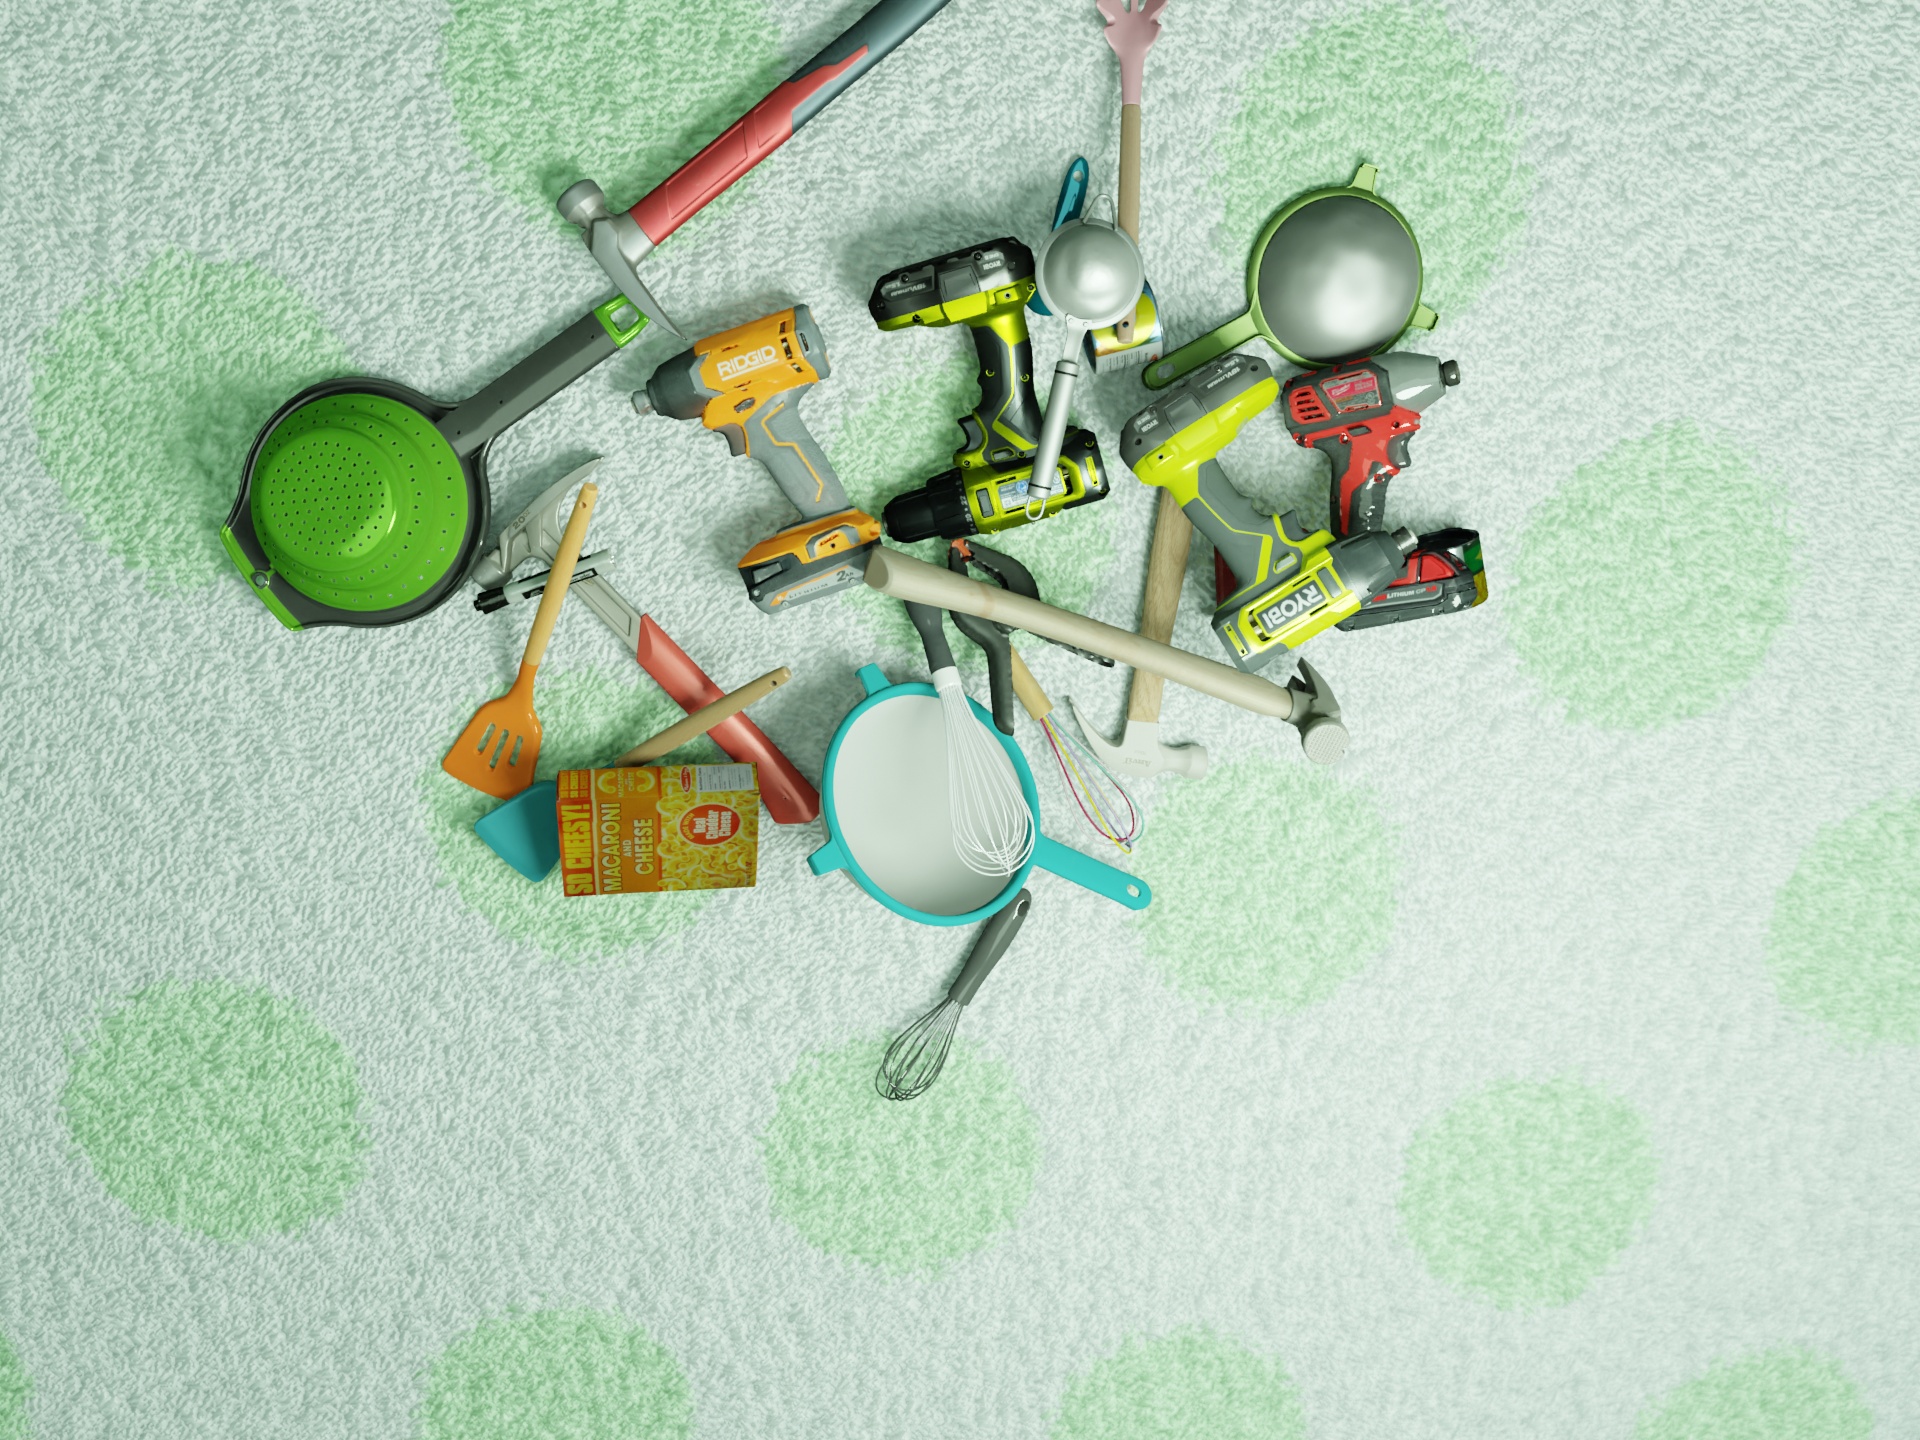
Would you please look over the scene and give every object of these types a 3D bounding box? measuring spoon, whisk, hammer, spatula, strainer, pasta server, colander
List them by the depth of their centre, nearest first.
[{"bbox_3d":[0.087,-0.283,1.243,0.087,0.050,0.258,12,101,-6],"label":"strainer"},{"bbox_3d":[-0.125,-0.469,1.249,0.386,0.038,0.143,-38,96,5],"label":"hammer"},{"bbox_3d":[0.133,-0.457,1.249,0.060,0.040,0.316,2,92,9],"label":"pasta server"},{"bbox_3d":[-0.420,-0.221,1.261,0.397,0.094,0.204,-35,95,2],"label":"colander"},{"bbox_3d":[0.084,-0.395,1.301,0.042,0.021,0.128,13,106,-8],"label":"measuring spoon"},{"bbox_3d":[0.269,-0.337,1.307,0.256,0.069,0.151,-28,106,2],"label":"strainer"},{"bbox_3d":[0.119,-0.069,1.310,0.410,0.146,0.038,18,114,-9],"label":"hammer"},{"bbox_3d":[-0.352,-0.062,1.316,0.081,0.041,0.322,25,126,-7],"label":"spatula"},{"bbox_3d":[-0.002,-0.005,1.332,0.070,0.070,0.285,-18,76,0],"label":"whisk"},{"bbox_3d":[-0.272,0.037,1.357,0.317,0.044,0.082,-29,120,21],"label":"spatula"},{"bbox_3d":[-0.241,-0.051,1.364,0.149,0.037,0.359,-41,104,7],"label":"hammer"},{"bbox_3d":[0.174,-0.111,1.383,0.130,0.031,0.331,6,105,-7],"label":"hammer"},{"bbox_3d":[0.085,0.013,1.388,0.051,0.047,0.245,-29,96,46],"label":"whisk"},{"bbox_3d":[0.011,0.105,1.392,0.340,0.095,0.211,26,61,-25],"label":"strainer"},{"bbox_3d":[-0.078,0.087,1.424,0.034,0.018,0.124,9,104,-7],"label":"measuring spoon"},{"bbox_3d":[-0.004,0.253,1.464,0.055,0.055,0.239,31,96,-12],"label":"whisk"}]

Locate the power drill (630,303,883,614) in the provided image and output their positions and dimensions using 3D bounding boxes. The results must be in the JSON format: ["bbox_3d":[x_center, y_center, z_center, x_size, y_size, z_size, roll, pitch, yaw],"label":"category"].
[{"bbox_3d":[-0.163,-0.207,1.306,0.164,0.084,0.226,-19,102,2],"label":"power drill"}]

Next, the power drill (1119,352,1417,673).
[{"bbox_3d":[0.243,-0.173,1.277,0.171,0.080,0.223,-32,84,10],"label":"power drill"}]

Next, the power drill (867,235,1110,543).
[{"bbox_3d":[0.005,-0.262,1.304,0.190,0.080,0.228,-15,109,7],"label":"power drill"}]

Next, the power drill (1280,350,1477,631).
[{"bbox_3d":[0.354,-0.192,1.314,0.143,0.078,0.219,-10,93,27],"label":"power drill"}]
